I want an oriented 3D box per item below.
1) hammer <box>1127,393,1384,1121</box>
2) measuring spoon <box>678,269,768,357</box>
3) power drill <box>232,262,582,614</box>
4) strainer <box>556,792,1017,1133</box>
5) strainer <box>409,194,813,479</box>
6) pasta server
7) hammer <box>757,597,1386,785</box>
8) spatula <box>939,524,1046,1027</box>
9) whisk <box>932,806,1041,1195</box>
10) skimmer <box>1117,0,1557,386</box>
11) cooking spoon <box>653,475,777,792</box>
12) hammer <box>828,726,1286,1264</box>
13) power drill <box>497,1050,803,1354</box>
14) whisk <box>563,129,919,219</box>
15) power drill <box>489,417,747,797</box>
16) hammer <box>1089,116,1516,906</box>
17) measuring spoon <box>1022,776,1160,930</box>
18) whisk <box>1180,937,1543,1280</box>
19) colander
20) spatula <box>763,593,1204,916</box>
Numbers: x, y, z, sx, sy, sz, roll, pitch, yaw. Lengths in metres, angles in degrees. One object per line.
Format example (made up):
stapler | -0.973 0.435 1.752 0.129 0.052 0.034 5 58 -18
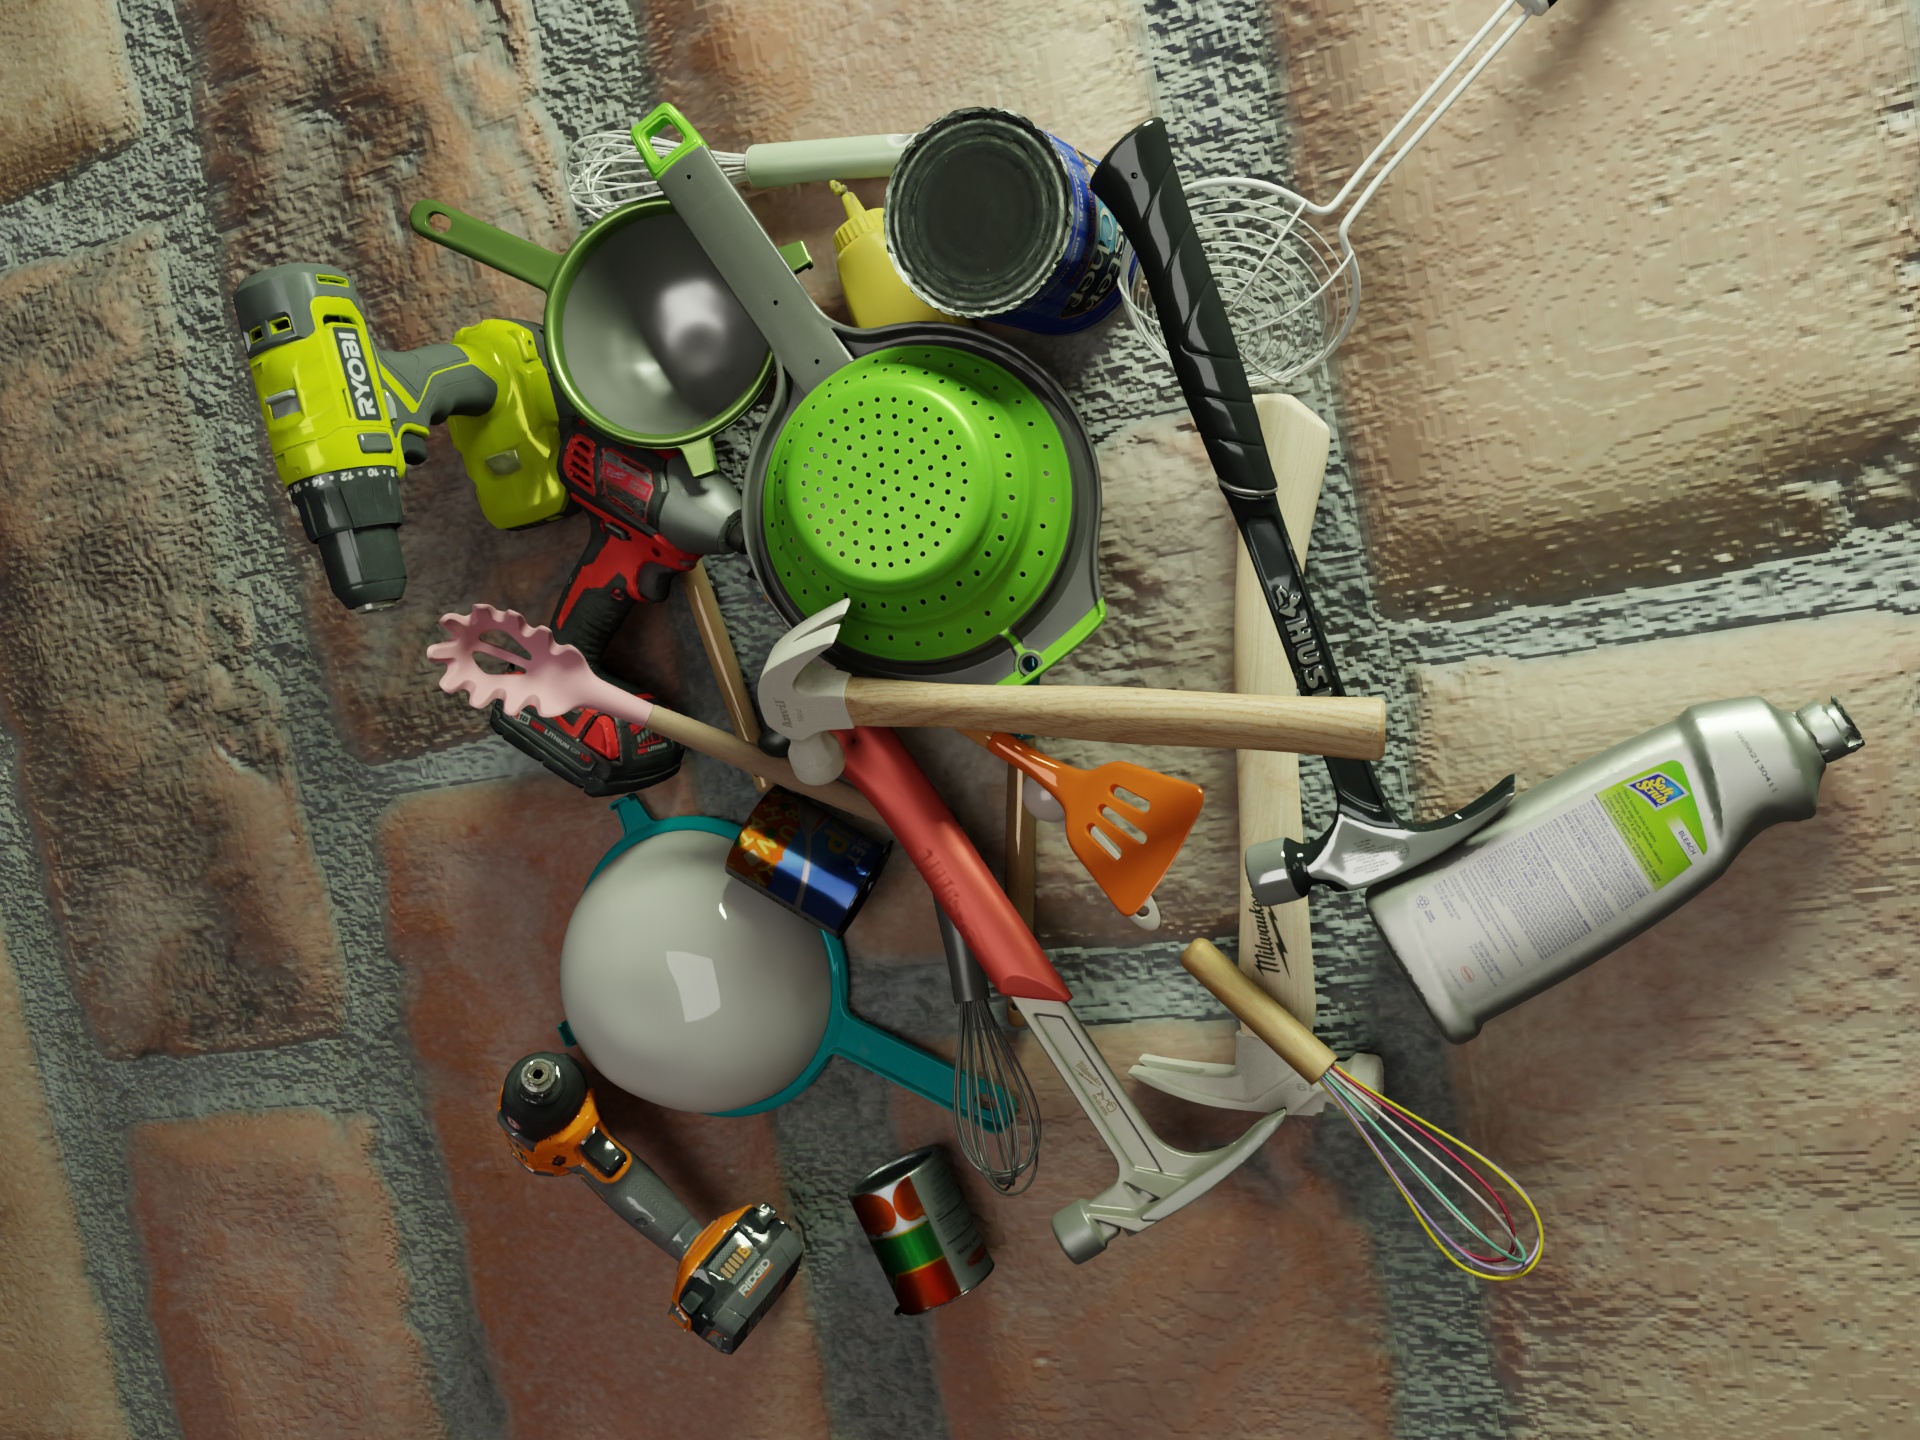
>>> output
hammer | 0.166 0.024 0.907 0.146 0.038 0.410 2 99 23
measuring spoon | -0.140 -0.252 0.999 0.117 0.011 0.021 41 112 15
power drill | -0.322 -0.167 0.964 0.080 0.228 0.190 -12 94 23
strainer | -0.130 0.196 1.022 0.340 0.095 0.211 22 106 19
strainer | -0.217 -0.256 0.975 0.256 0.069 0.151 25 93 11
pasta server | -0.163 0.009 0.960 0.316 0.040 0.060 23 94 -13
hammer | 0.051 -0.006 0.831 0.331 0.031 0.129 3 142 15
spatula | 0.030 0.037 0.959 0.082 0.044 0.317 6 102 29
whisk | 0.010 0.169 0.975 0.055 0.055 0.239 -14 81 23
skimmer | 0.233 -0.323 0.818 0.127 0.090 0.363 38 101 -21
cooking spoon | -0.177 -0.105 1.032 0.069 0.017 0.319 -19 91 26
hammer | 0.032 0.125 0.934 0.149 0.036 0.359 -35 78 5
power drill | -0.212 0.307 1.046 0.226 0.084 0.164 37 152 11
whisk | -0.132 -0.335 0.965 0.246 0.058 0.059 2 134 19
power drill | -0.208 -0.070 1.005 0.143 0.078 0.219 29 111 22
hammer | 0.158 -0.104 0.815 0.149 0.036 0.409 -17 101 23
measuring spoon | 0.081 0.079 0.942 0.034 0.018 0.124 -36 102 11
whisk | 0.214 0.211 0.872 0.245 0.051 0.047 42 118 16
colander | -0.076 -0.187 0.863 0.204 0.094 0.397 -36 83 9
spatula | -0.001 -0.003 0.930 0.323 0.041 0.081 33 96 25
